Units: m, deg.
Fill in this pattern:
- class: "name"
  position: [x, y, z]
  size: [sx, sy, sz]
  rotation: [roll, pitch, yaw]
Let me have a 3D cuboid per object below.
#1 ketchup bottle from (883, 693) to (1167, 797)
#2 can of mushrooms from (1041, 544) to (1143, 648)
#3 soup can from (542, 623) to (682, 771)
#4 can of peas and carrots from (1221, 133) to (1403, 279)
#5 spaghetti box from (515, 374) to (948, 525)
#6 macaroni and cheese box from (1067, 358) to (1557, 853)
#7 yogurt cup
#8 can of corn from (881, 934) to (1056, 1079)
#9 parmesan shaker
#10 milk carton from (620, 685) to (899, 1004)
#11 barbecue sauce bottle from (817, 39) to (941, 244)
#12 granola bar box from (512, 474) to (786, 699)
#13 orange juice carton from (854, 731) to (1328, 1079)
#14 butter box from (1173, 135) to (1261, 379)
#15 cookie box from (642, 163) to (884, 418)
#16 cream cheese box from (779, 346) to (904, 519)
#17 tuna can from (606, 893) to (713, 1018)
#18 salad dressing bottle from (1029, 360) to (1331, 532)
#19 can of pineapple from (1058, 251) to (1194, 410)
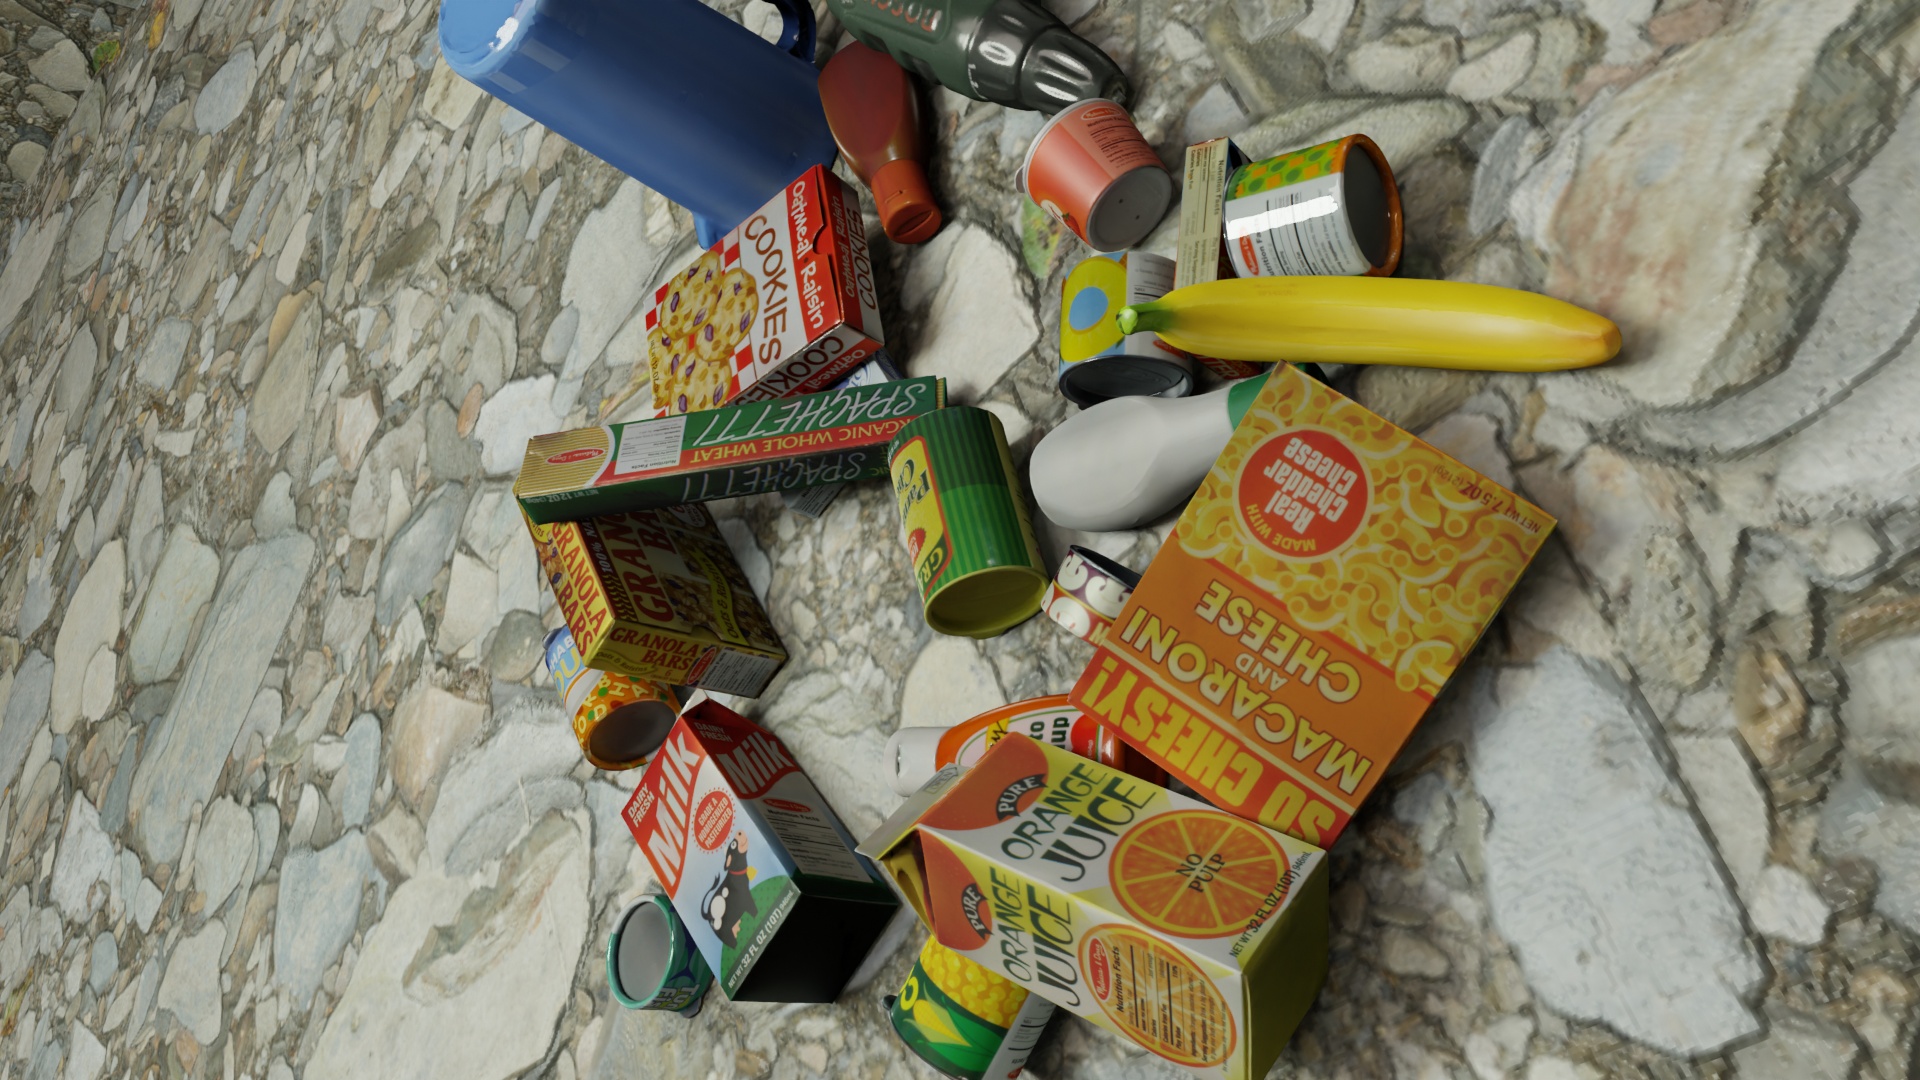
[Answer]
- class: "ketchup bottle"
  position: [0.028, 0.107, 0.672]
  size: [0.148, 0.043, 0.065]
  rotation: [-8, 75, 41]
- class: "can of mushrooms"
  position: [0.074, 0.032, 0.641]
  size: [0.071, 0.071, 0.033]
  rotation: [35, 100, 44]
- class: "soup can"
  position: [-0.223, 0.095, 0.886]
  size: [0.071, 0.071, 0.084]
  rotation: [-51, 48, 16]
- class: "can of peas and carrots"
  position: [0.162, -0.146, 0.632]
  size: [0.058, 0.071, 0.071]
  rotation: [-6, 70, 41]
- class: "spaghetti box"
  position: [-0.128, -0.051, 0.794]
  size: [0.250, 0.028, 0.050]
  rotation: [-8, 49, 7]
- class: "macaroni and cheese box"
  position: [0.140, 0.030, 0.568]
  size: [0.124, 0.040, 0.166]
  rotation: [34, 100, 16]
- class: "yogurt cup"
  position: [0.074, -0.189, 0.729]
  size: [0.072, 0.072, 0.054]
  rotation: [-47, 57, 19]
- class: "can of corn"
  position: [0.007, 0.205, 0.635]
  size: [0.071, 0.071, 0.058]
  rotation: [33, 96, 44]
- class: "parmesan shaker"
  position: [0.003, -0.009, 0.725]
  size: [0.071, 0.071, 0.103]
  rotation: [-35, 53, 28]
- class: "milk carton"
  position: [-0.123, 0.161, 0.768]
  size: [0.072, 0.073, 0.191]
  rotation: [-57, 46, 11]
- class: "barbecue sauce bottle"
  position: [-0.047, -0.252, 0.876]
  size: [0.064, 0.043, 0.149]
  rotation: [-29, 57, 20]
- class: "granola bar box"
  position: [-0.192, 0.018, 0.849]
  size: [0.039, 0.124, 0.166]
  rotation: [-53, 47, 18]
- class: "orange juice carton"
  position: [0.049, 0.143, 0.578]
  size: [0.193, 0.072, 0.072]
  rotation: [17, 128, 35]
- class: "butter box"
  position: [0.126, -0.134, 0.667]
  size: [0.024, 0.053, 0.103]
  rotation: [-4, 72, 39]
- class: "cookie box"
  position: [-0.127, -0.136, 0.863]
  size: [0.167, 0.040, 0.123]
  rotation: [-29, 57, 30]
- class: "cream cheese box"
  position: [-0.074, -0.067, 0.845]
  size: [0.103, 0.024, 0.053]
  rotation: [-47, 50, 20]
- class: "tuna can"
  position: [-0.175, 0.243, 0.812]
  size: [0.071, 0.033, 0.071]
  rotation: [-17, 63, 38]
- class: "salad dressing bottle"
  position: [0.104, -0.046, 0.661]
  size: [0.147, 0.044, 0.064]
  rotation: [-17, 63, 35]
- class: "can of pineapple"
  position: [0.081, -0.102, 0.687]
  size: [0.071, 0.071, 0.058]
  rotation: [-13, 66, 39]
